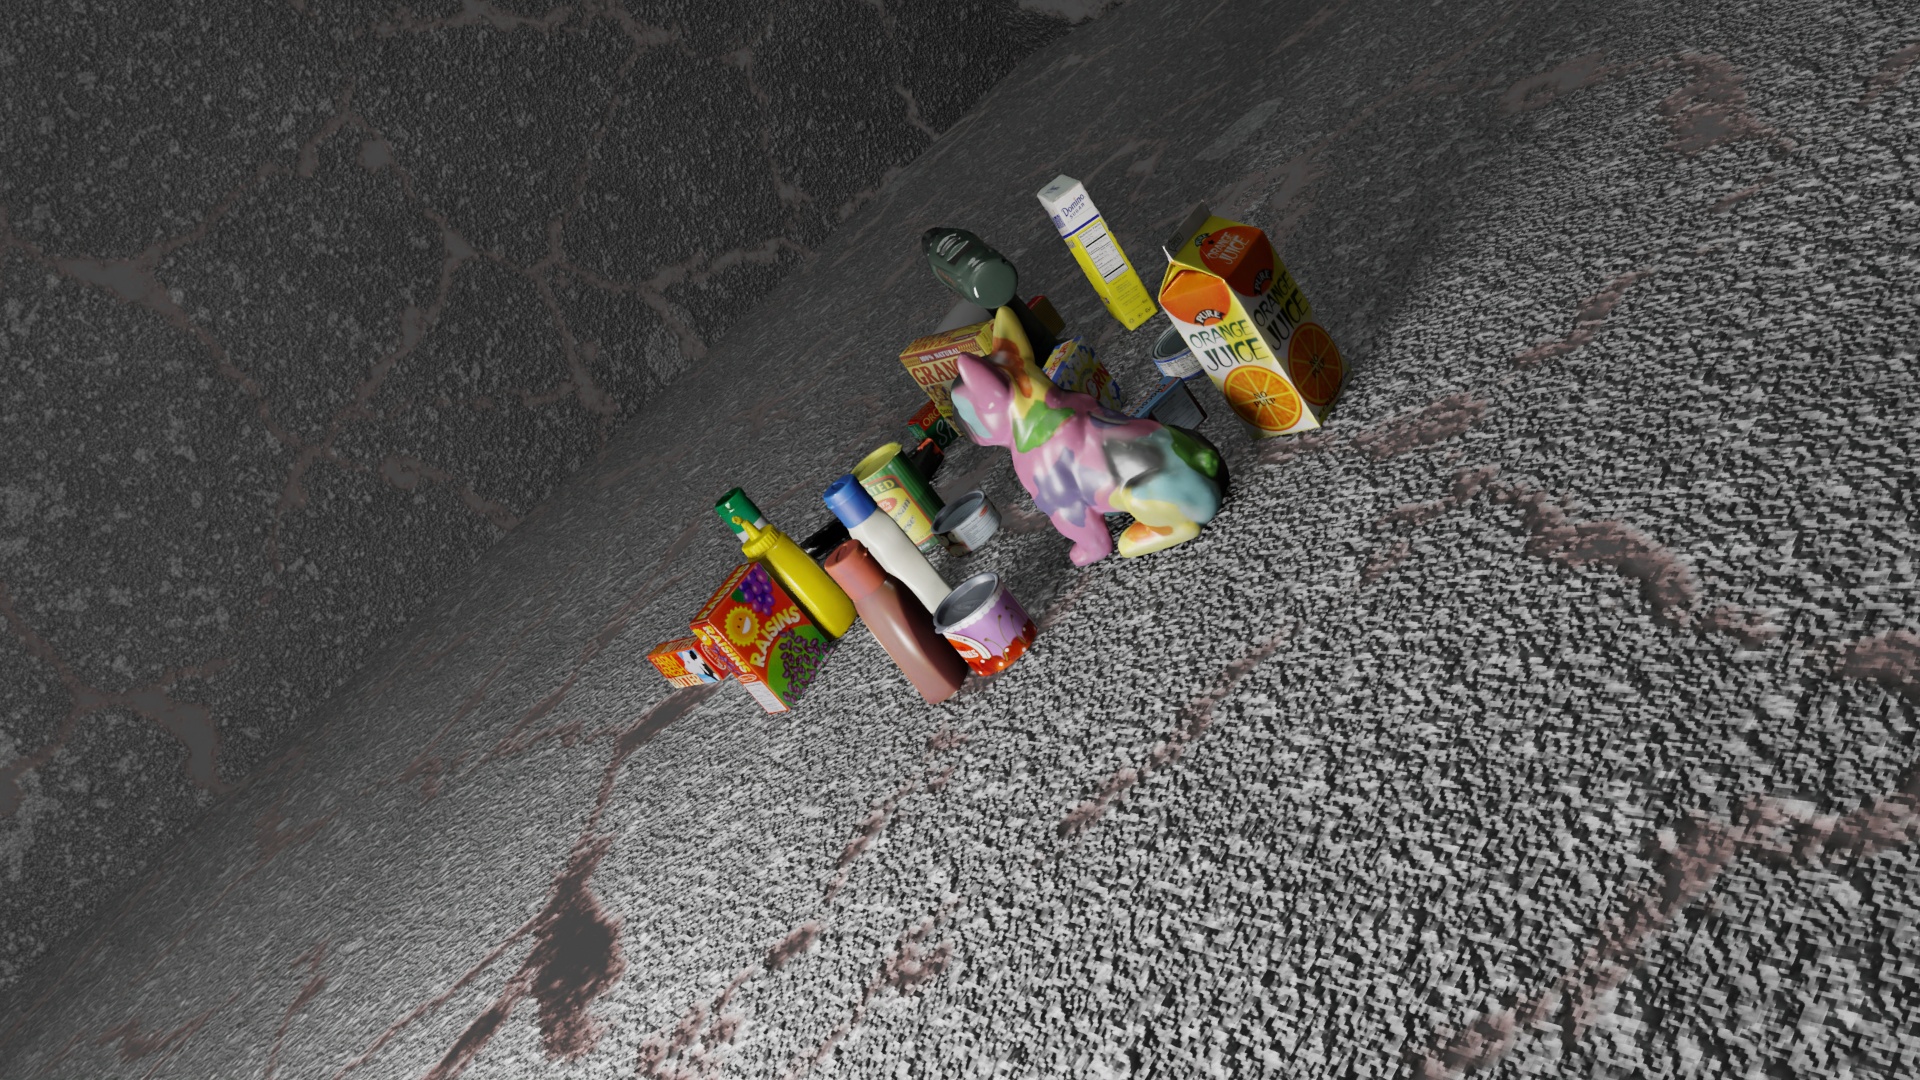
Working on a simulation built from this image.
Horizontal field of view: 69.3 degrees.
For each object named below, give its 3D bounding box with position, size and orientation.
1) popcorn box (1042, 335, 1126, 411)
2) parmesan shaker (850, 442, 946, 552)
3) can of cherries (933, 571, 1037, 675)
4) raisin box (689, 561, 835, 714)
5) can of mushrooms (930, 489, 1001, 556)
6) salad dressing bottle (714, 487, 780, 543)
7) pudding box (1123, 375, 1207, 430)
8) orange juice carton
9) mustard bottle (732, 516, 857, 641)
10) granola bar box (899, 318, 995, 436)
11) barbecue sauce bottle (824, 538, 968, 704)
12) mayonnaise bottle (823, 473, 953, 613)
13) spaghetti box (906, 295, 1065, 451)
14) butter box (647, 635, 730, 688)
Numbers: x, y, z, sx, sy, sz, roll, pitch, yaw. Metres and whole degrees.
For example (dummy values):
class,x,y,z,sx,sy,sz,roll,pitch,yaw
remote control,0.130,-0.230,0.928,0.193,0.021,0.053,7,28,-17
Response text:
class,x,y,z,sx,sy,sz,roll,pitch,yaw
popcorn box,0.111,-0.133,1.373,0.038,0.085,0.127,-22,26,38
parmesan shaker,-0.058,-0.043,1.438,0.071,0.103,0.071,-33,21,15
can of cherries,0.019,0.070,1.139,0.071,0.058,0.072,-33,21,15
raisin box,-0.191,0.094,1.342,0.040,0.123,0.086,-14,31,48
can of mushrooms,0.005,-0.017,1.380,0.071,0.033,0.071,-33,21,15
salad dressing bottle,-0.208,0.007,1.516,0.044,0.147,0.064,-41,21,-5
pudding box,0.177,-0.105,1.257,0.084,0.049,0.030,-43,21,-11
orange juice carton,0.230,-0.180,1.123,0.073,0.192,0.072,-10,35,52
mustard bottle,-0.171,0.032,1.387,0.065,0.160,0.049,-12,33,51
granola bar box,0.017,-0.181,1.572,0.039,0.124,0.165,-48,23,-24
barbecue sauce bottle,-0.052,0.064,1.142,0.043,0.148,0.065,-30,22,21
mayonnaise bottle,-0.069,0.004,1.295,0.041,0.147,0.065,-44,21,-15
spaghetti box,0.034,-0.204,1.697,0.251,0.050,0.028,-47,22,-21
butter box,-0.300,0.134,1.537,0.103,0.053,0.024,-14,32,48
